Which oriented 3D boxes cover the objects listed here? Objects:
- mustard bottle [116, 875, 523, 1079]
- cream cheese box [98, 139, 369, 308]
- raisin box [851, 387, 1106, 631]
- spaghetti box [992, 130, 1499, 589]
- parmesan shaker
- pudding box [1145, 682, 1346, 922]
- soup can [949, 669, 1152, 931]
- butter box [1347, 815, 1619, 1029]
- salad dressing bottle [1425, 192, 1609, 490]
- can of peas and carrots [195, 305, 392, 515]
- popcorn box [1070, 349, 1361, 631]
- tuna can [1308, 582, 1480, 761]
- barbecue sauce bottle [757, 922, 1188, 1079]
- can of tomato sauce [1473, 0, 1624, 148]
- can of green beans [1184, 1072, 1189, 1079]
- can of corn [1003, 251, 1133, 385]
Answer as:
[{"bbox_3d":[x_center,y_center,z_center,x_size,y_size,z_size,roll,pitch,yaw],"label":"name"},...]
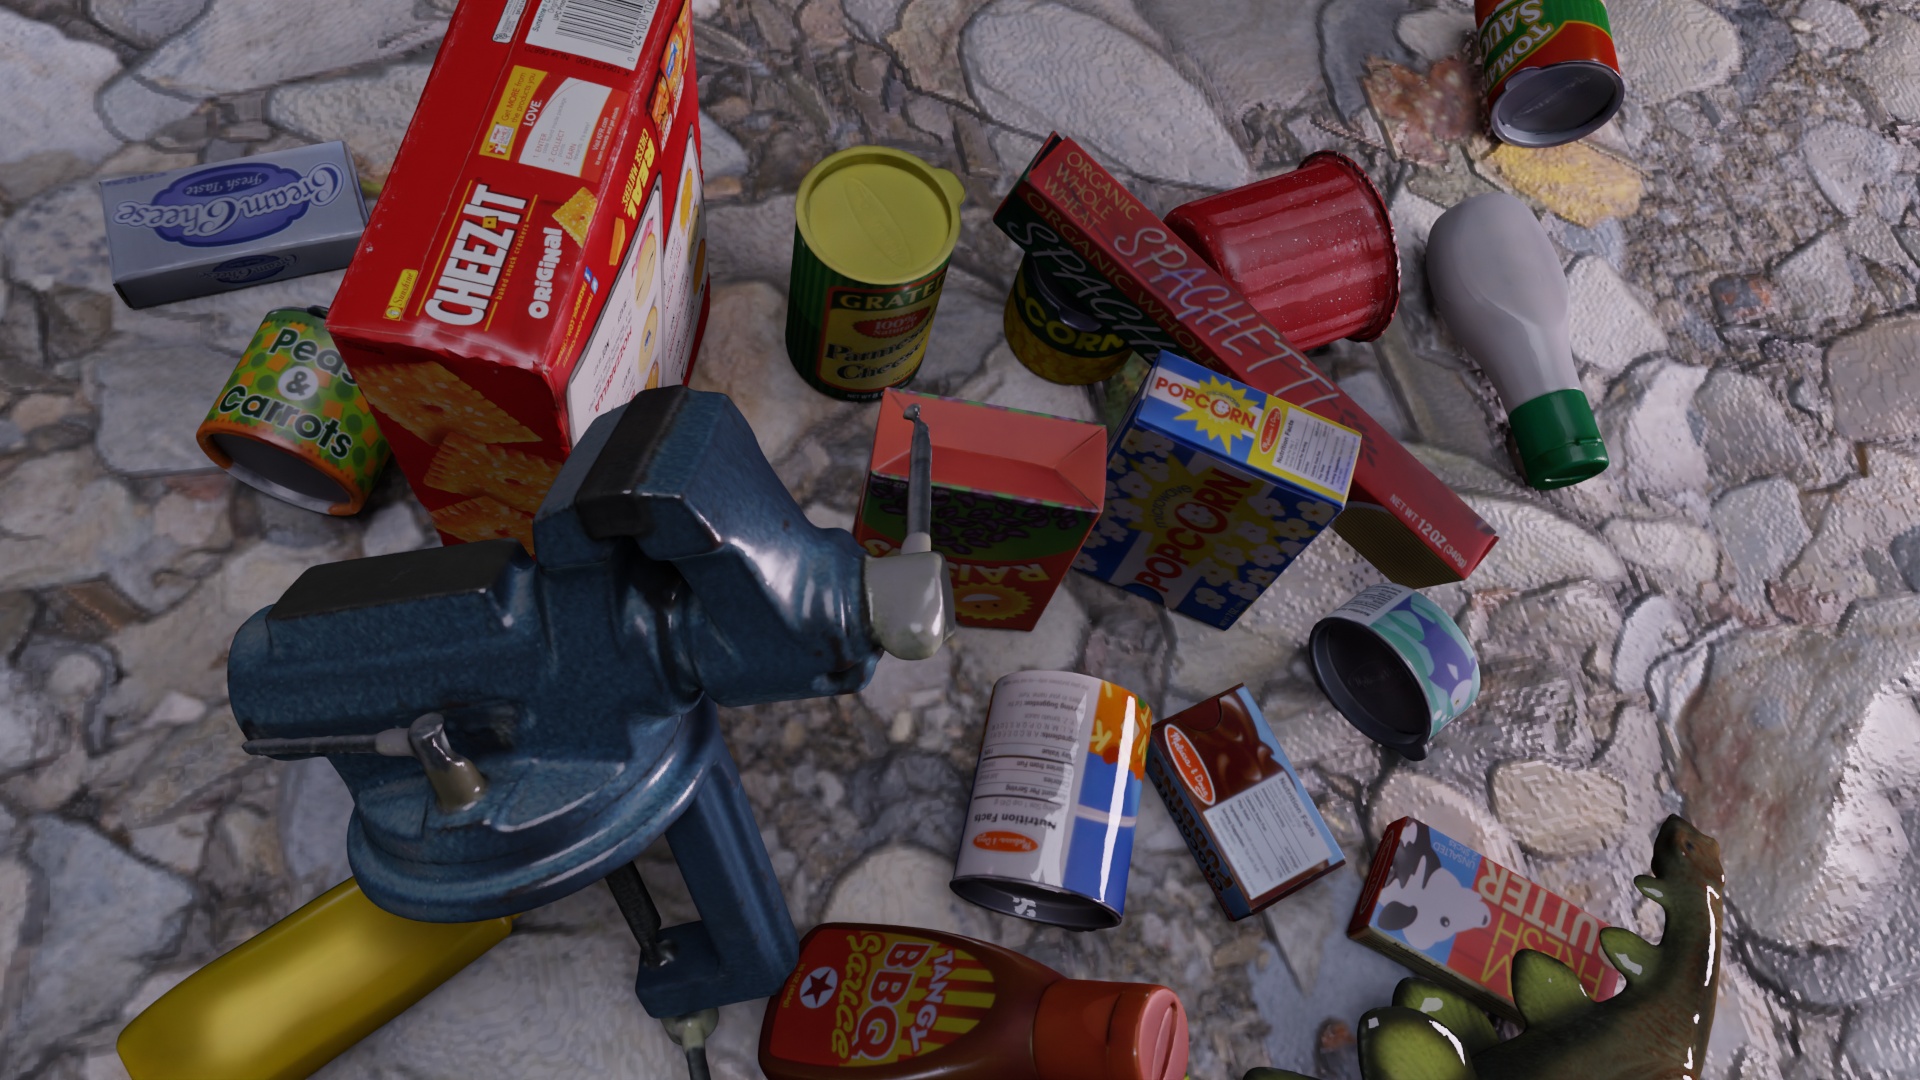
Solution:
[{"bbox_3d":[-0.202,0.140,0.486,0.161,0.065,0.049,-33,81,-28],"label":"mustard bottle"},{"bbox_3d":[-0.314,-0.139,0.605,0.104,0.024,0.053,-16,71,-16],"label":"cream cheese box"},{"bbox_3d":[0.002,-0.007,0.550,0.086,0.123,0.040,9,64,-6],"label":"raisin box"},{"bbox_3d":[0.118,-0.071,0.586,0.250,0.050,0.029,41,74,-5],"label":"spaghetti box"},{"bbox_3d":[-0.038,-0.112,0.600,0.071,0.102,0.071,4,67,-8],"label":"parmesan shaker"},{"bbox_3d":[0.114,0.107,0.571,0.050,0.030,0.084,-23,72,-17],"label":"pudding box"},{"bbox_3d":[0.038,0.102,0.542,0.071,0.071,0.084,15,64,-3],"label":"soup can"},{"bbox_3d":[0.216,0.161,0.569,0.103,0.024,0.053,28,66,3],"label":"butter box"},{"bbox_3d":[0.275,-0.098,0.683,0.064,0.043,0.148,-6,69,-15],"label":"salad dressing bottle"},{"bbox_3d":[-0.257,-0.051,0.552,0.071,0.070,0.059,18,66,-2],"label":"can of peas and carrots"},{"bbox_3d":[0.097,-0.016,0.570,0.085,0.126,0.038,22,62,0],"label":"popcorn box"},{"bbox_3d":[0.184,0.055,0.587,0.033,0.070,0.071,-31,76,-21],"label":"tuna can"},{"bbox_3d":[0.003,0.165,0.470,0.148,0.043,0.065,-8,42,34],"label":"barbecue sauce bottle"},{"bbox_3d":[0.314,-0.267,0.750,0.071,0.071,0.083,6,65,-8],"label":"can of tomato sauce"},{"bbox_3d":[0.048,0.208,0.496,0.058,0.071,0.071,-11,69,-15],"label":"can of green beans"},{"bbox_3d":[0.056,-0.111,0.641,0.071,0.058,0.071,4,66,-9],"label":"can of corn"}]
